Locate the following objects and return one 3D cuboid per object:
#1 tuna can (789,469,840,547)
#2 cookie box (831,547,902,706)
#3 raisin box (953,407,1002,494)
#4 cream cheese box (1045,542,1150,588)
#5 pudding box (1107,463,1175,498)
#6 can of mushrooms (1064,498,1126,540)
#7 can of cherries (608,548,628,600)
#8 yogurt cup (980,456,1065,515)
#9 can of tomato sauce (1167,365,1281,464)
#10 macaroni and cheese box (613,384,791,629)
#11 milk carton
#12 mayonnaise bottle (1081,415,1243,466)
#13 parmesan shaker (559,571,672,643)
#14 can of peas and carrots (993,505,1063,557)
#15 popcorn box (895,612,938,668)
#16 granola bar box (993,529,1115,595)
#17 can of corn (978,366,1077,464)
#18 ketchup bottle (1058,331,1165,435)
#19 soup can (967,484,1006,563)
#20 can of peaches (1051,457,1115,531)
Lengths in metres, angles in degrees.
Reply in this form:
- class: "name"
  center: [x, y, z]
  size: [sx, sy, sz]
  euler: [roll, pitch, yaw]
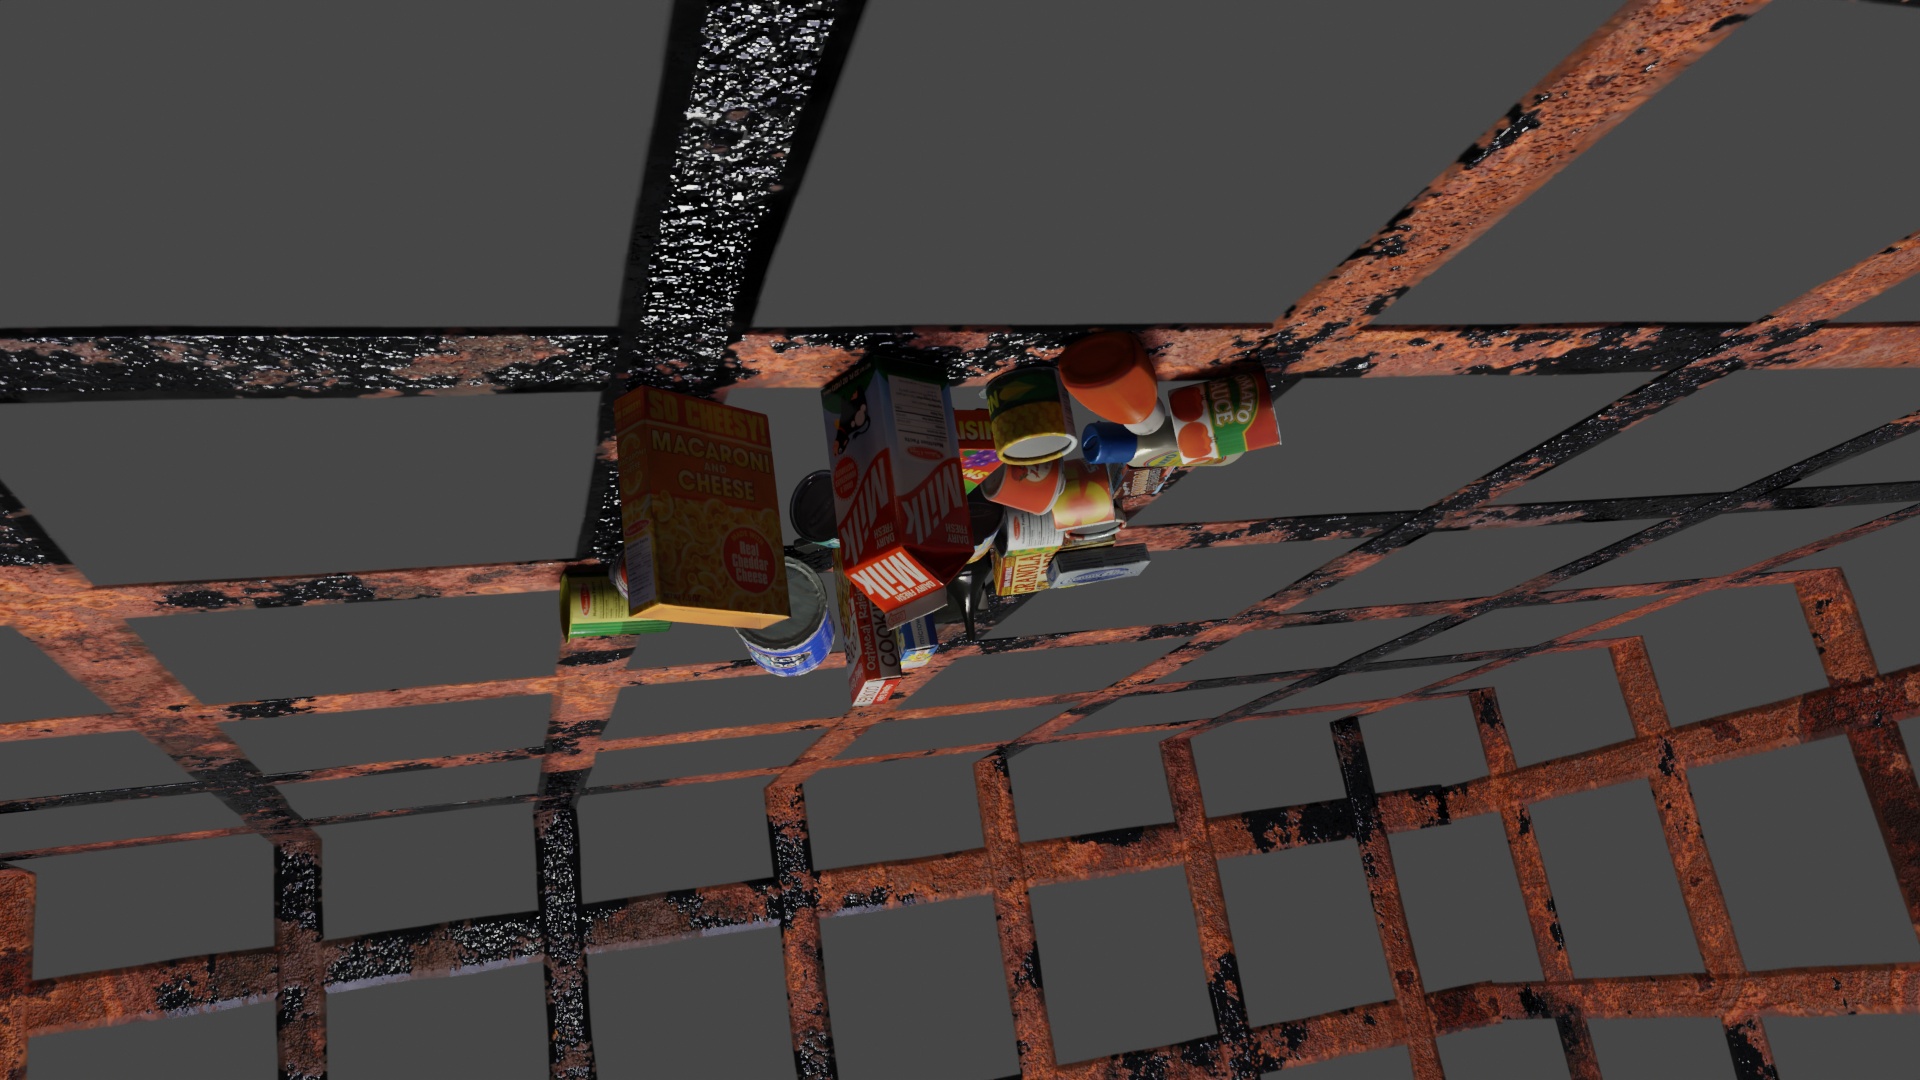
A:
- class: "tuna can"
  center: [-0.114, -0.026, 1.235]
  size: [0.071, 0.071, 0.033]
  euler: [-17, 163, 23]
- class: "cookie box"
  center: [-0.096, 0.075, 1.410]
  size: [0.040, 0.168, 0.122]
  euler: [-6, 163, -12]
- class: "raisin box"
  center: [-0.014, -0.073, 1.190]
  size: [0.086, 0.040, 0.123]
  euler: [-1, 163, -23]
- class: "cream cheese box"
  center: [0.148, 0.027, 1.500]
  size: [0.104, 0.024, 0.053]
  euler: [-8, 161, -12]
- class: "pudding box"
  center: [0.171, -0.069, 1.322]
  size: [0.050, 0.030, 0.083]
  euler: [-8, 164, -9]
- class: "can of mushrooms"
  center: [0.137, -0.026, 1.442]
  size: [0.071, 0.033, 0.071]
  euler: [-8, 164, -2]
- class: "can of cherries"
  center: [-0.288, 0.025, 1.316]
  size: [0.071, 0.071, 0.058]
  euler: [5, 158, -40]
- class: "yogurt cup"
  center: [0.053, -0.059, 1.233]
  size: [0.054, 0.072, 0.072]
  euler: [8, 157, -25]
- class: "can of tomato sauce"
  center: [0.221, -0.105, 1.167]
  size: [0.083, 0.071, 0.071]
  euler: [-12, 163, 12]
- class: "macaroni and cheese box"
  center: [-0.193, -0.022, 1.035]
  size: [0.040, 0.167, 0.124]
  euler: [-22, 159, 37]
- class: "milk carton"
  center: [-0.045, -0.034, 1.035]
  size: [0.073, 0.191, 0.072]
  euler: [6, 157, -41]
- class: "mayonnaise bottle"
  center: [0.181, -0.088, 1.242]
  size: [0.148, 0.041, 0.064]
  euler: [-3, 164, -23]
- class: "parmesan shaker"
  center: [-0.350, 0.067, 1.413]
  size: [0.103, 0.071, 0.071]
  euler: [-1, 161, -26]
- class: "can of peas and carrots"
  center: [0.064, -0.020, 1.369]
  size: [0.059, 0.071, 0.070]
  euler: [-6, 163, -13]
- class: "popcorn box"
  center: [-0.059, 0.066, 1.476]
  size: [0.038, 0.127, 0.085]
  euler: [-9, 164, -12]
- class: "granola bar box"
  center: [0.101, 0.017, 1.553]
  size: [0.124, 0.039, 0.165]
  euler: [-8, 163, -3]
- class: "can of corn"
  center: [0.054, -0.098, 1.108]
  size: [0.071, 0.058, 0.071]
  euler: [-9, 163, -3]
- class: "ketchup bottle"
  center: [0.128, -0.120, 1.103]
  size: [0.064, 0.043, 0.148]
  euler: [-14, 163, 18]
- class: "soup can"
  center: [0.005, -0.017, 1.331]
  size: [0.071, 0.071, 0.083]
  euler: [-6, 163, -10]
- class: "can of peaches"
  center: [0.112, -0.047, 1.305]
  size: [0.058, 0.071, 0.071]
  euler: [-10, 163, 5]
